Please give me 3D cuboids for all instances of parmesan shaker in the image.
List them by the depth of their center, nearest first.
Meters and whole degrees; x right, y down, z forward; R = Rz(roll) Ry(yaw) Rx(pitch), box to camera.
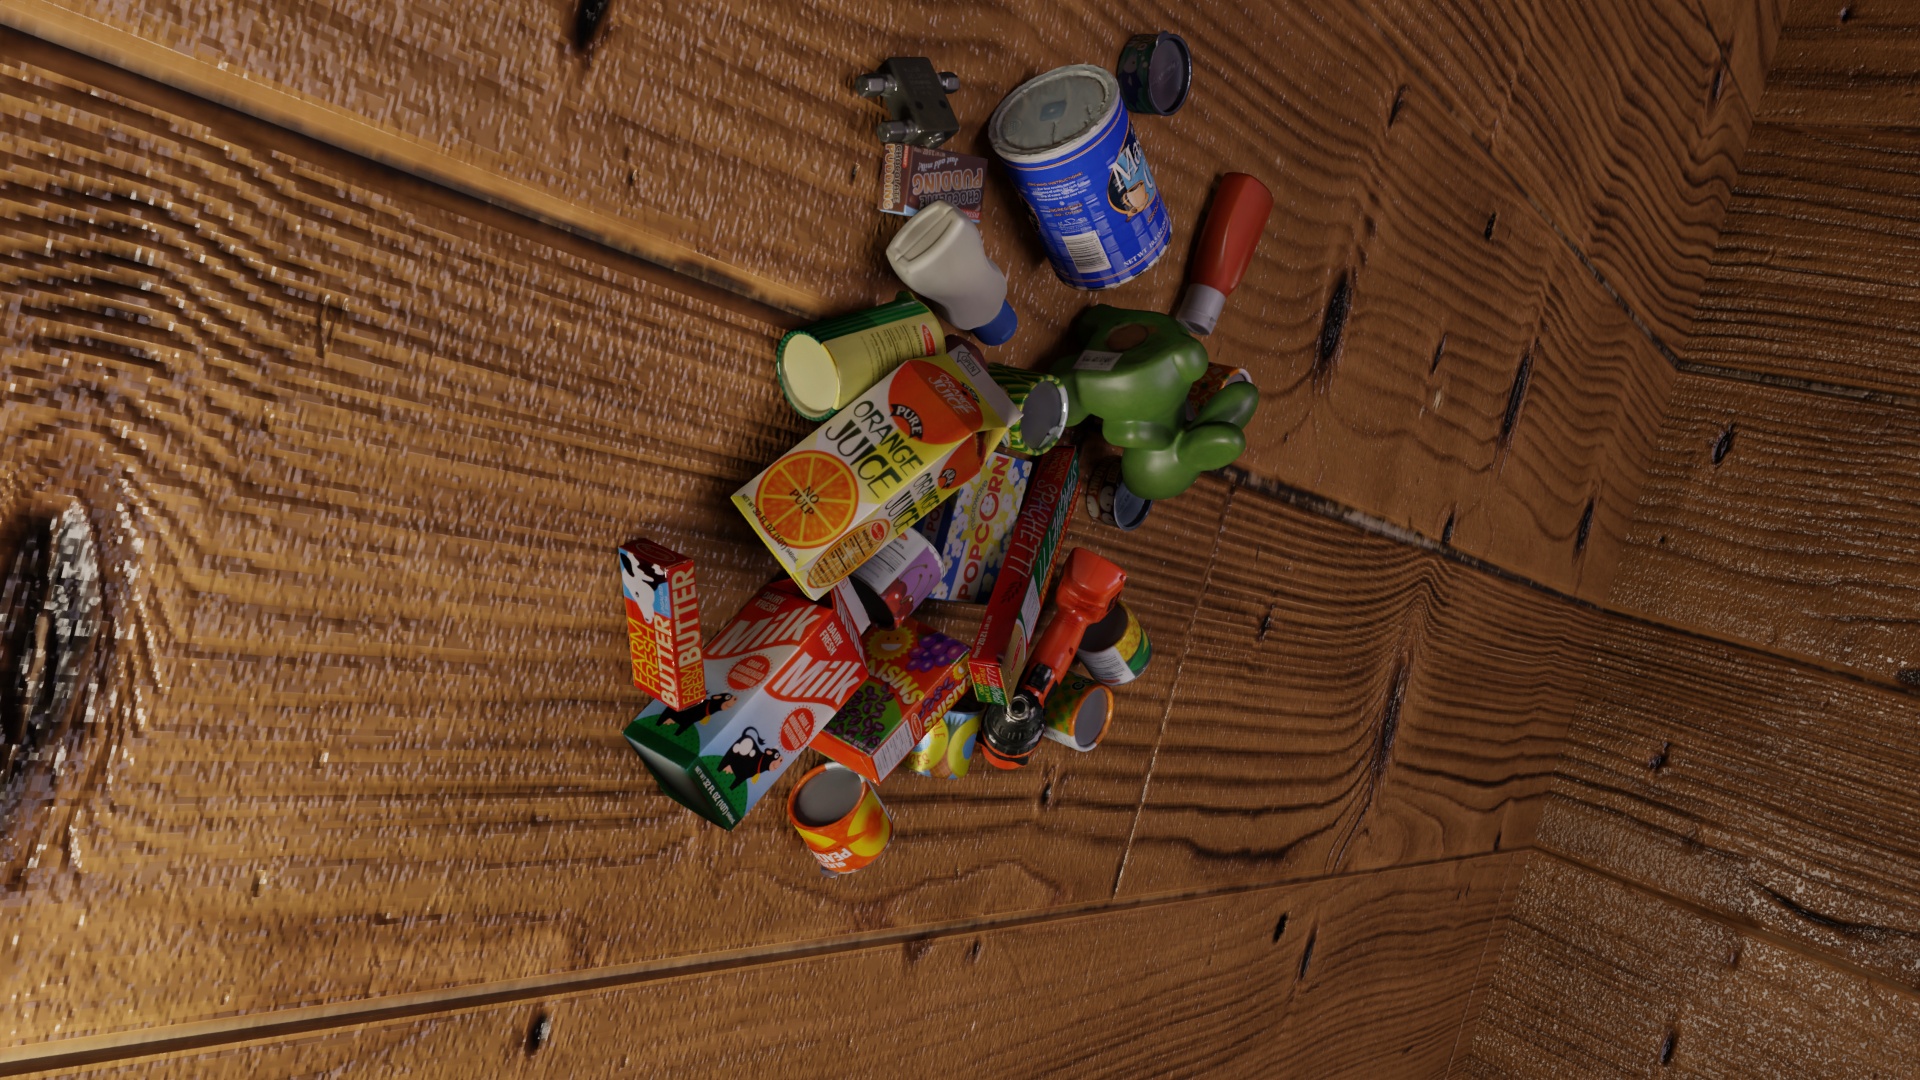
[{"bbox_3d":[-0.070,-0.129,0.965,0.103,0.071,0.071,-24,122,-42],"label":"parmesan shaker"}]

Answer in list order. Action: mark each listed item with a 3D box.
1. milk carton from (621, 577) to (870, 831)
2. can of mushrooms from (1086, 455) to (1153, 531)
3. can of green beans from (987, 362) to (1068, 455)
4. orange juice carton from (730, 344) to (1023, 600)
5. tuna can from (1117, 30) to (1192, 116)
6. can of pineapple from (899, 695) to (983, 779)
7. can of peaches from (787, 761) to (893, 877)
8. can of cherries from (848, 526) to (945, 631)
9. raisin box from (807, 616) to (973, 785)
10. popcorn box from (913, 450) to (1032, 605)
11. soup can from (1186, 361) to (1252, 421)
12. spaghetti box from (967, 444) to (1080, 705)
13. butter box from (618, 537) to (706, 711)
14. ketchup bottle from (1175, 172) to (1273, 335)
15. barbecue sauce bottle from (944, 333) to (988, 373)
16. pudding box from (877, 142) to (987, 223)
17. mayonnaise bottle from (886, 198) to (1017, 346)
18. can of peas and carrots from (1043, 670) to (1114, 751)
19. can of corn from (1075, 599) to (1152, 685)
[{"bbox_3d":[-0.134,0.099,0.968,0.191,0.073,0.072,-47,135,-28],"label":"milk carton"},{"bbox_3d":[0.148,-0.046,1.282,0.071,0.033,0.070,-23,121,-43],"label":"can of mushrooms"},{"bbox_3d":[0.045,-0.106,1.116,0.071,0.058,0.071,-22,120,-44],"label":"can of green beans"},{"bbox_3d":[-0.052,-0.052,0.943,0.193,0.072,0.073,-39,163,-7],"label":"orange juice carton"},{"bbox_3d":[0.163,-0.393,1.166,0.071,0.033,0.070,-22,120,-44],"label":"tuna can"},{"bbox_3d":[-0.021,0.156,1.131,0.071,0.071,0.057,6,100,-51],"label":"can of pineapple"},{"bbox_3d":[-0.093,0.213,1.066,0.071,0.071,0.057,-48,135,-27],"label":"can of peaches"},{"bbox_3d":[-0.054,0.027,1.043,0.058,0.071,0.071,-49,136,-26],"label":"can of cherries"},{"bbox_3d":[-0.057,0.116,1.056,0.124,0.086,0.040,-44,139,-31],"label":"raisin box"},{"bbox_3d":[0.004,-0.014,1.118,0.085,0.038,0.126,12,95,-51],"label":"popcorn box"},{"bbox_3d":[0.218,-0.133,1.292,0.071,0.084,0.071,-23,121,-43],"label":"soup can"},{"bbox_3d":[0.056,0.021,1.128,0.050,0.029,0.251,77,25,-44],"label":"spaghetti box"},{"bbox_3d":[-0.192,0.054,0.897,0.024,0.053,0.103,-22,120,-42],"label":"butter box"},{"bbox_3d":[0.246,-0.267,1.306,0.064,0.043,0.149,29,81,-50],"label":"ketchup bottle"},{"bbox_3d":[-0.038,-0.086,1.034,0.149,0.044,0.064,-49,152,-26],"label":"barbecue sauce bottle"},{"bbox_3d":[-0.020,-0.257,1.002,0.084,0.030,0.049,-7,110,-49],"label":"pudding box"},{"bbox_3d":[0.001,-0.190,1.026,0.065,0.041,0.148,-43,152,4],"label":"mayonnaise bottle"},{"bbox_3d":[0.101,0.152,1.282,0.071,0.059,0.070,-23,121,-44],"label":"can of peas and carrots"},{"bbox_3d":[0.139,0.091,1.299,0.071,0.071,0.058,-57,139,-18],"label":"can of corn"}]
